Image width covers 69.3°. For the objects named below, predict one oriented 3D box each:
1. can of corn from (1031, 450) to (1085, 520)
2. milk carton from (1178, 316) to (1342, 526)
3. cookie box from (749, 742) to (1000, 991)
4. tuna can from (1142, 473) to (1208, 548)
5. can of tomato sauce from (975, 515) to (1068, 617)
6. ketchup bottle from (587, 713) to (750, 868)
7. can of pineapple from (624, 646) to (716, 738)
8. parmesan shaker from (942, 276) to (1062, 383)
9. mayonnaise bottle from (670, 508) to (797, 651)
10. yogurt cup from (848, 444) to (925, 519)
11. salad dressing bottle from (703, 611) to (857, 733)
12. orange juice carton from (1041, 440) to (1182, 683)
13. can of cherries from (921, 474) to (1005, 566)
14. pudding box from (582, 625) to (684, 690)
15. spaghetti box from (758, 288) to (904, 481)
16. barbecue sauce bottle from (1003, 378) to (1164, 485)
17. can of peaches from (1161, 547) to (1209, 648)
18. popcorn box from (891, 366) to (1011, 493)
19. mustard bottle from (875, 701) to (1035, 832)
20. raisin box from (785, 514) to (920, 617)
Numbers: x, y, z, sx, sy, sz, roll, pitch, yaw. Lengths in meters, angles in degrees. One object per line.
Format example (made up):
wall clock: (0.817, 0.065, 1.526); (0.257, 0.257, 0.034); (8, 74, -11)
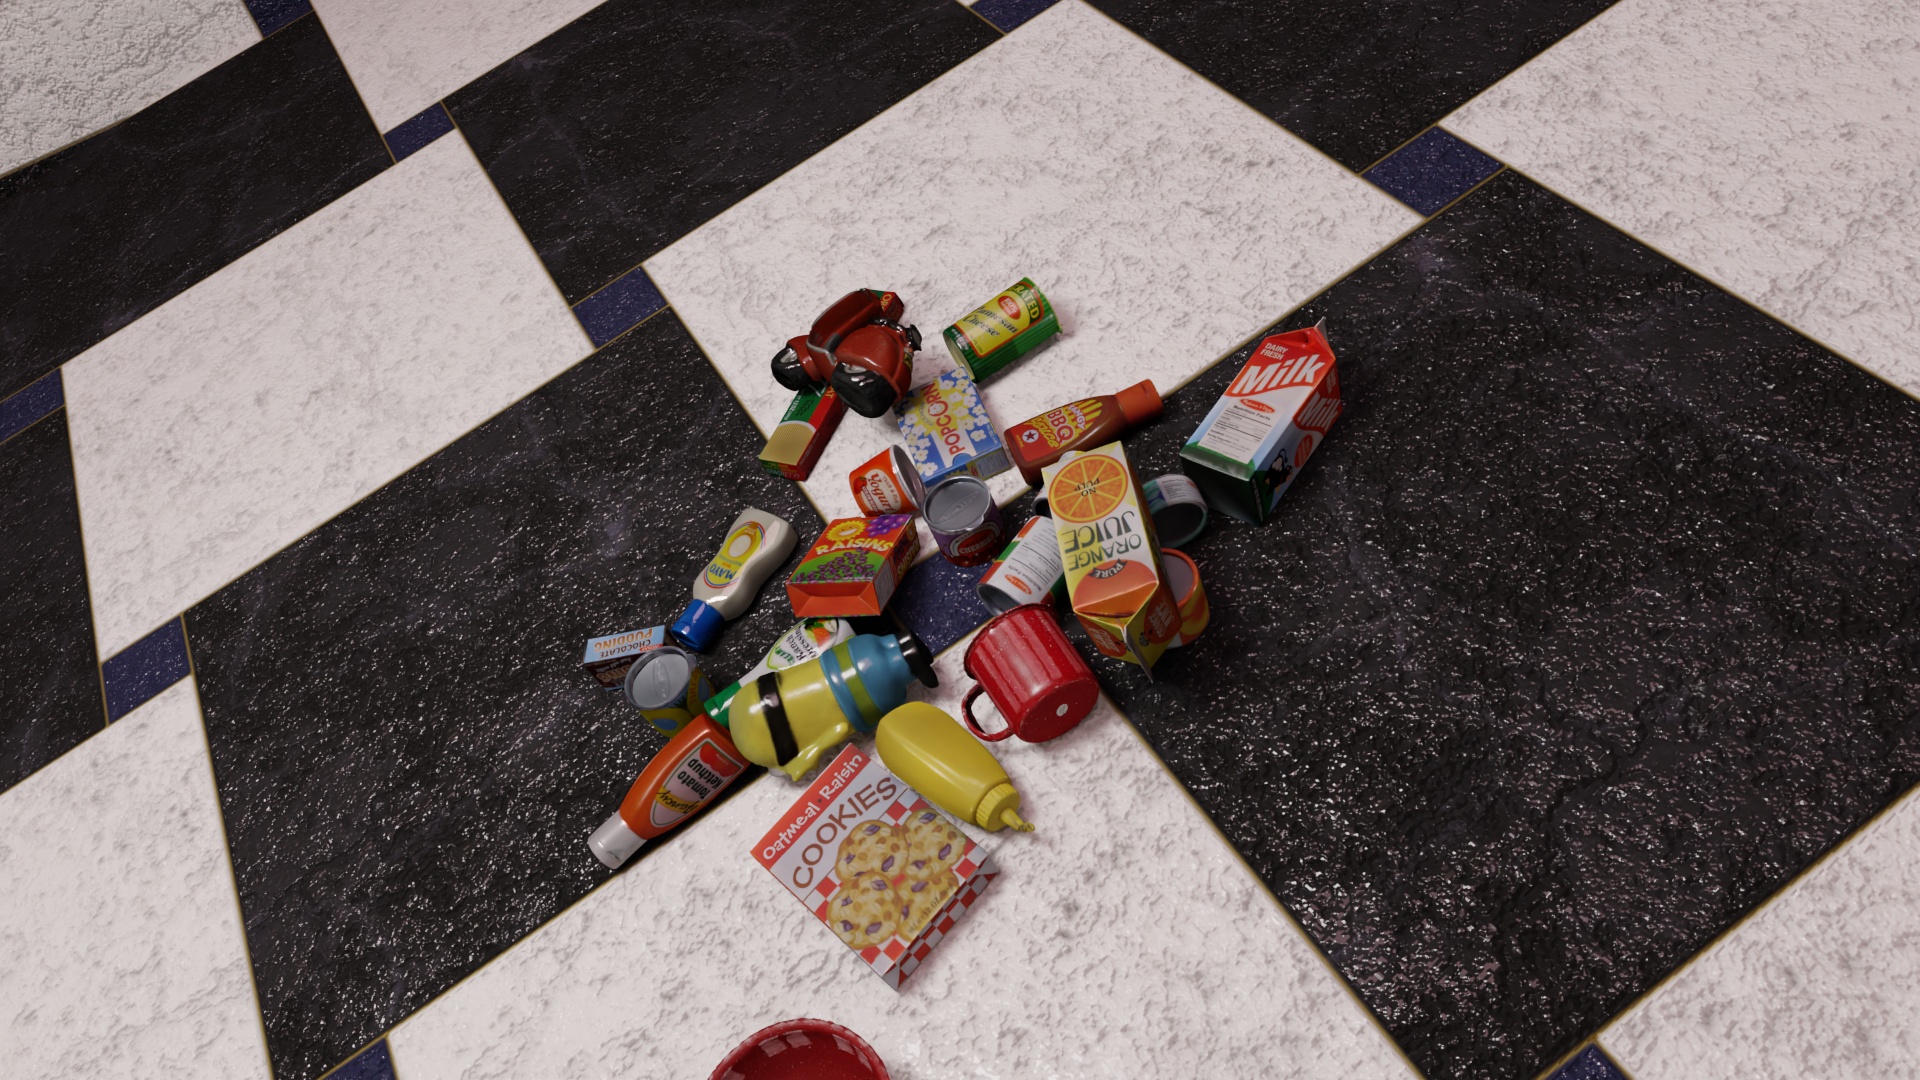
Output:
can of corn: (0.109, -0.038, 1.258); (0.071, 0.071, 0.058); (16, 61, 30)
milk carton: (0.282, -0.113, 1.245); (0.073, 0.072, 0.191); (25, 67, 34)
cookie box: (-0.071, 0.257, 1.114); (0.168, 0.040, 0.123); (32, 70, 35)
tuna can: (0.181, -0.022, 1.219); (0.071, 0.070, 0.033); (-22, 50, 4)
can of tomato sauce: (0.063, 0.030, 1.223); (0.071, 0.071, 0.083); (25, 66, 34)
ketchup bottle: (-0.255, 0.220, 1.202); (0.149, 0.064, 0.043); (-43, 35, -3)
can of pineapple: (-0.262, 0.139, 1.266); (0.071, 0.057, 0.071); (-10, 52, 13)
parmesan shaker: (0.042, -0.212, 1.417); (0.103, 0.071, 0.071); (-34, 50, -6)
mayonnaise bottle: (-0.221, 0.038, 1.339); (0.065, 0.041, 0.149); (19, 62, 30)
yogurt cup: (-0.072, -0.052, 1.339); (0.054, 0.072, 0.073); (-25, 49, 12)
salad dressing bottle: (-0.160, 0.120, 1.251); (0.148, 0.043, 0.064); (-35, 48, -7)
orange juice carton: (0.125, 0.020, 1.124); (0.073, 0.071, 0.193); (-20, 51, 13)
can of cherries: (0.005, -0.016, 1.285); (0.071, 0.058, 0.072); (-10, 51, 13)
pudding box: (-0.307, 0.111, 1.310); (0.083, 0.049, 0.030); (-11, 50, 12)
spaghetti box: (-0.134, -0.171, 1.476); (0.050, 0.028, 0.251); (11, 59, 27)
barbecue sauce bottle: (0.119, -0.107, 1.321); (0.148, 0.043, 0.065); (-24, 49, 1)
can of peaches: (0.174, 0.046, 1.172); (0.071, 0.057, 0.071); (-11, 52, 14)
popcorn box: (-0.012, -0.106, 1.374); (0.085, 0.038, 0.127); (-24, 49, 1)
mustard bottle: (0.000, 0.192, 1.125); (0.065, 0.048, 0.160); (-20, 43, -39)
raisin box: (-0.097, 0.022, 1.276); (0.086, 0.040, 0.124); (-3, 28, 20)
